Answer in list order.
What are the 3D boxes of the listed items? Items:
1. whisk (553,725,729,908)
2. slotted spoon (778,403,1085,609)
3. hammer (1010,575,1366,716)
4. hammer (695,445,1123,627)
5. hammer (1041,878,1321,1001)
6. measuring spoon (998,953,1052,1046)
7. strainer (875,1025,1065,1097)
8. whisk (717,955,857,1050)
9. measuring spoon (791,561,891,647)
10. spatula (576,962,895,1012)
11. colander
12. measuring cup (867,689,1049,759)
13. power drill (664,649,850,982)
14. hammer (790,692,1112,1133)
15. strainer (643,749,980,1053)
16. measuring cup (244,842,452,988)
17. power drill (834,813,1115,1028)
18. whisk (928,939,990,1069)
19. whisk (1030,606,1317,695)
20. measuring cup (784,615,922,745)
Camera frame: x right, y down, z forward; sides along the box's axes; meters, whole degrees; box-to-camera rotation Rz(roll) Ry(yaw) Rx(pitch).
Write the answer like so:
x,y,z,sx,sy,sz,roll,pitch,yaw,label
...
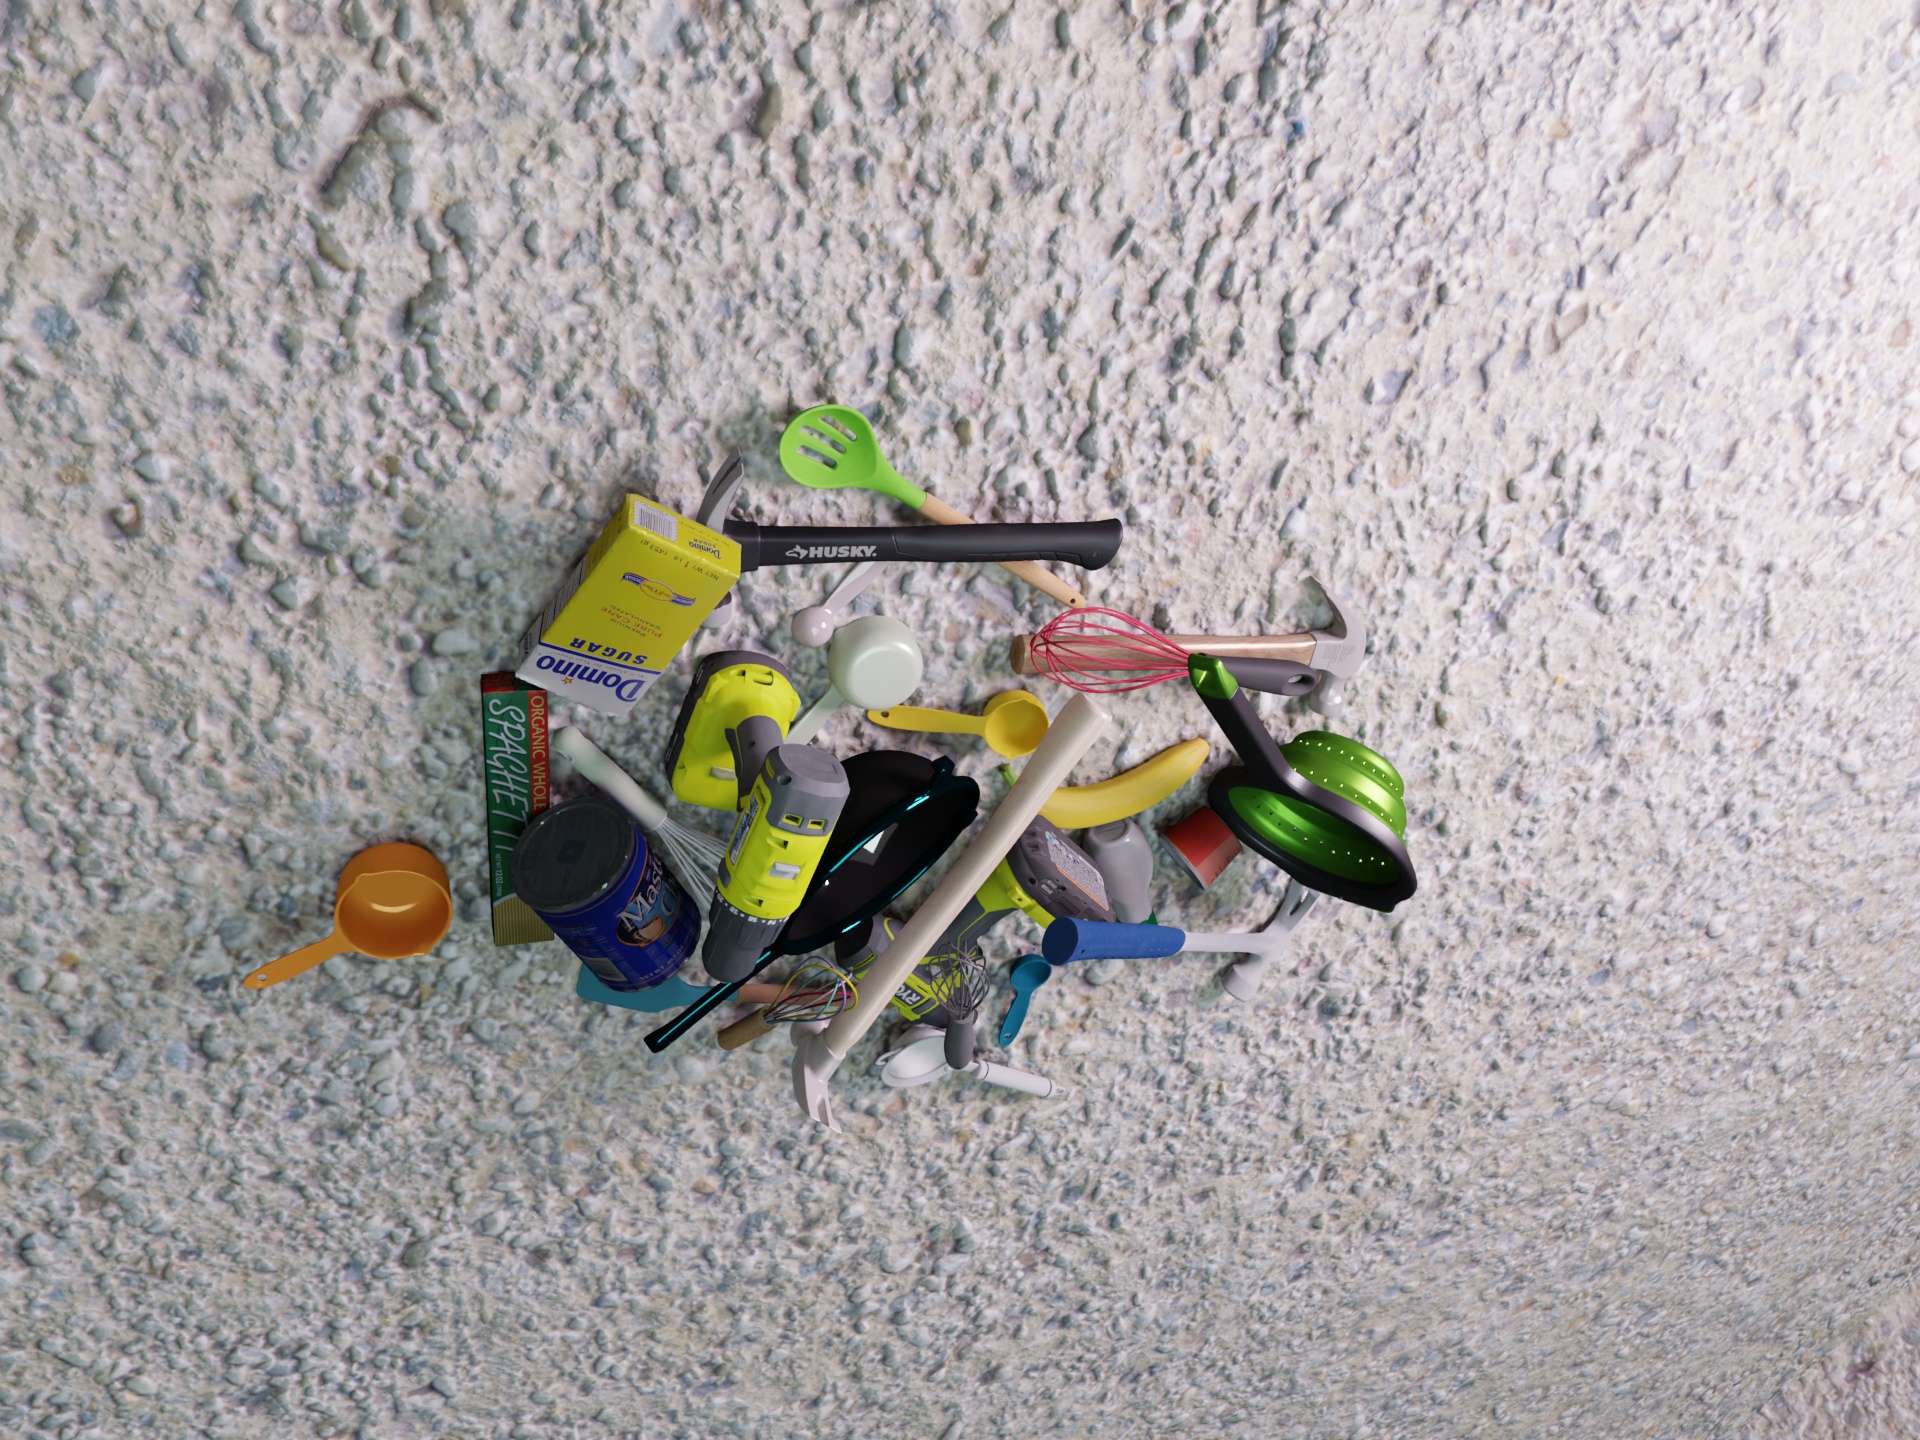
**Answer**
x,y,z,sx,sy,sz,roll,pitch,yaw,label
-0.245,0.085,1.310,0.246,0.058,0.059,48,63,-33,whisk
-0.014,-0.158,1.245,0.313,0.031,0.070,28,111,-34,slotted spoon
0.203,-0.062,1.381,0.331,0.031,0.130,-1,122,-19,hammer
-0.037,-0.139,1.214,0.334,0.035,0.146,-3,135,-14,hammer
0.205,0.198,1.454,0.405,0.035,0.144,11,117,-53,hammer
0.055,0.271,1.554,0.042,0.021,0.128,0,130,-21,measuring spoon
0.011,0.341,1.566,0.258,0.050,0.087,25,121,-37,strainer
-0.154,0.255,1.374,0.047,0.051,0.245,19,150,-25,whisk
-0.085,-0.103,1.259,0.124,0.018,0.034,-45,125,10,measuring spoon
-0.183,0.239,1.442,0.317,0.044,0.082,9,117,-30,spatula
0.298,0.031,1.393,0.094,0.205,0.396,-58,137,-17,colander
-0.002,-0.004,1.354,0.156,0.029,0.062,6,120,-9,measuring cup
-0.164,0.067,1.208,0.080,0.229,0.190,13,116,-26,power drill
-0.009,0.152,1.308,0.038,0.146,0.410,33,101,-20,hammer
-0.141,0.131,1.305,0.340,0.095,0.211,-39,163,-5,strainer
-0.488,0.158,1.263,0.173,0.052,0.095,-26,126,0,measuring cup
0.022,0.194,1.437,0.223,0.080,0.171,-34,126,20,power drill
-0.003,0.260,1.413,0.055,0.055,0.238,-14,147,-11,whisk
0.186,-0.048,1.332,0.295,0.073,0.073,6,119,-30,whisk
-0.098,-0.011,1.299,0.167,0.038,0.083,-46,125,10,measuring cup
